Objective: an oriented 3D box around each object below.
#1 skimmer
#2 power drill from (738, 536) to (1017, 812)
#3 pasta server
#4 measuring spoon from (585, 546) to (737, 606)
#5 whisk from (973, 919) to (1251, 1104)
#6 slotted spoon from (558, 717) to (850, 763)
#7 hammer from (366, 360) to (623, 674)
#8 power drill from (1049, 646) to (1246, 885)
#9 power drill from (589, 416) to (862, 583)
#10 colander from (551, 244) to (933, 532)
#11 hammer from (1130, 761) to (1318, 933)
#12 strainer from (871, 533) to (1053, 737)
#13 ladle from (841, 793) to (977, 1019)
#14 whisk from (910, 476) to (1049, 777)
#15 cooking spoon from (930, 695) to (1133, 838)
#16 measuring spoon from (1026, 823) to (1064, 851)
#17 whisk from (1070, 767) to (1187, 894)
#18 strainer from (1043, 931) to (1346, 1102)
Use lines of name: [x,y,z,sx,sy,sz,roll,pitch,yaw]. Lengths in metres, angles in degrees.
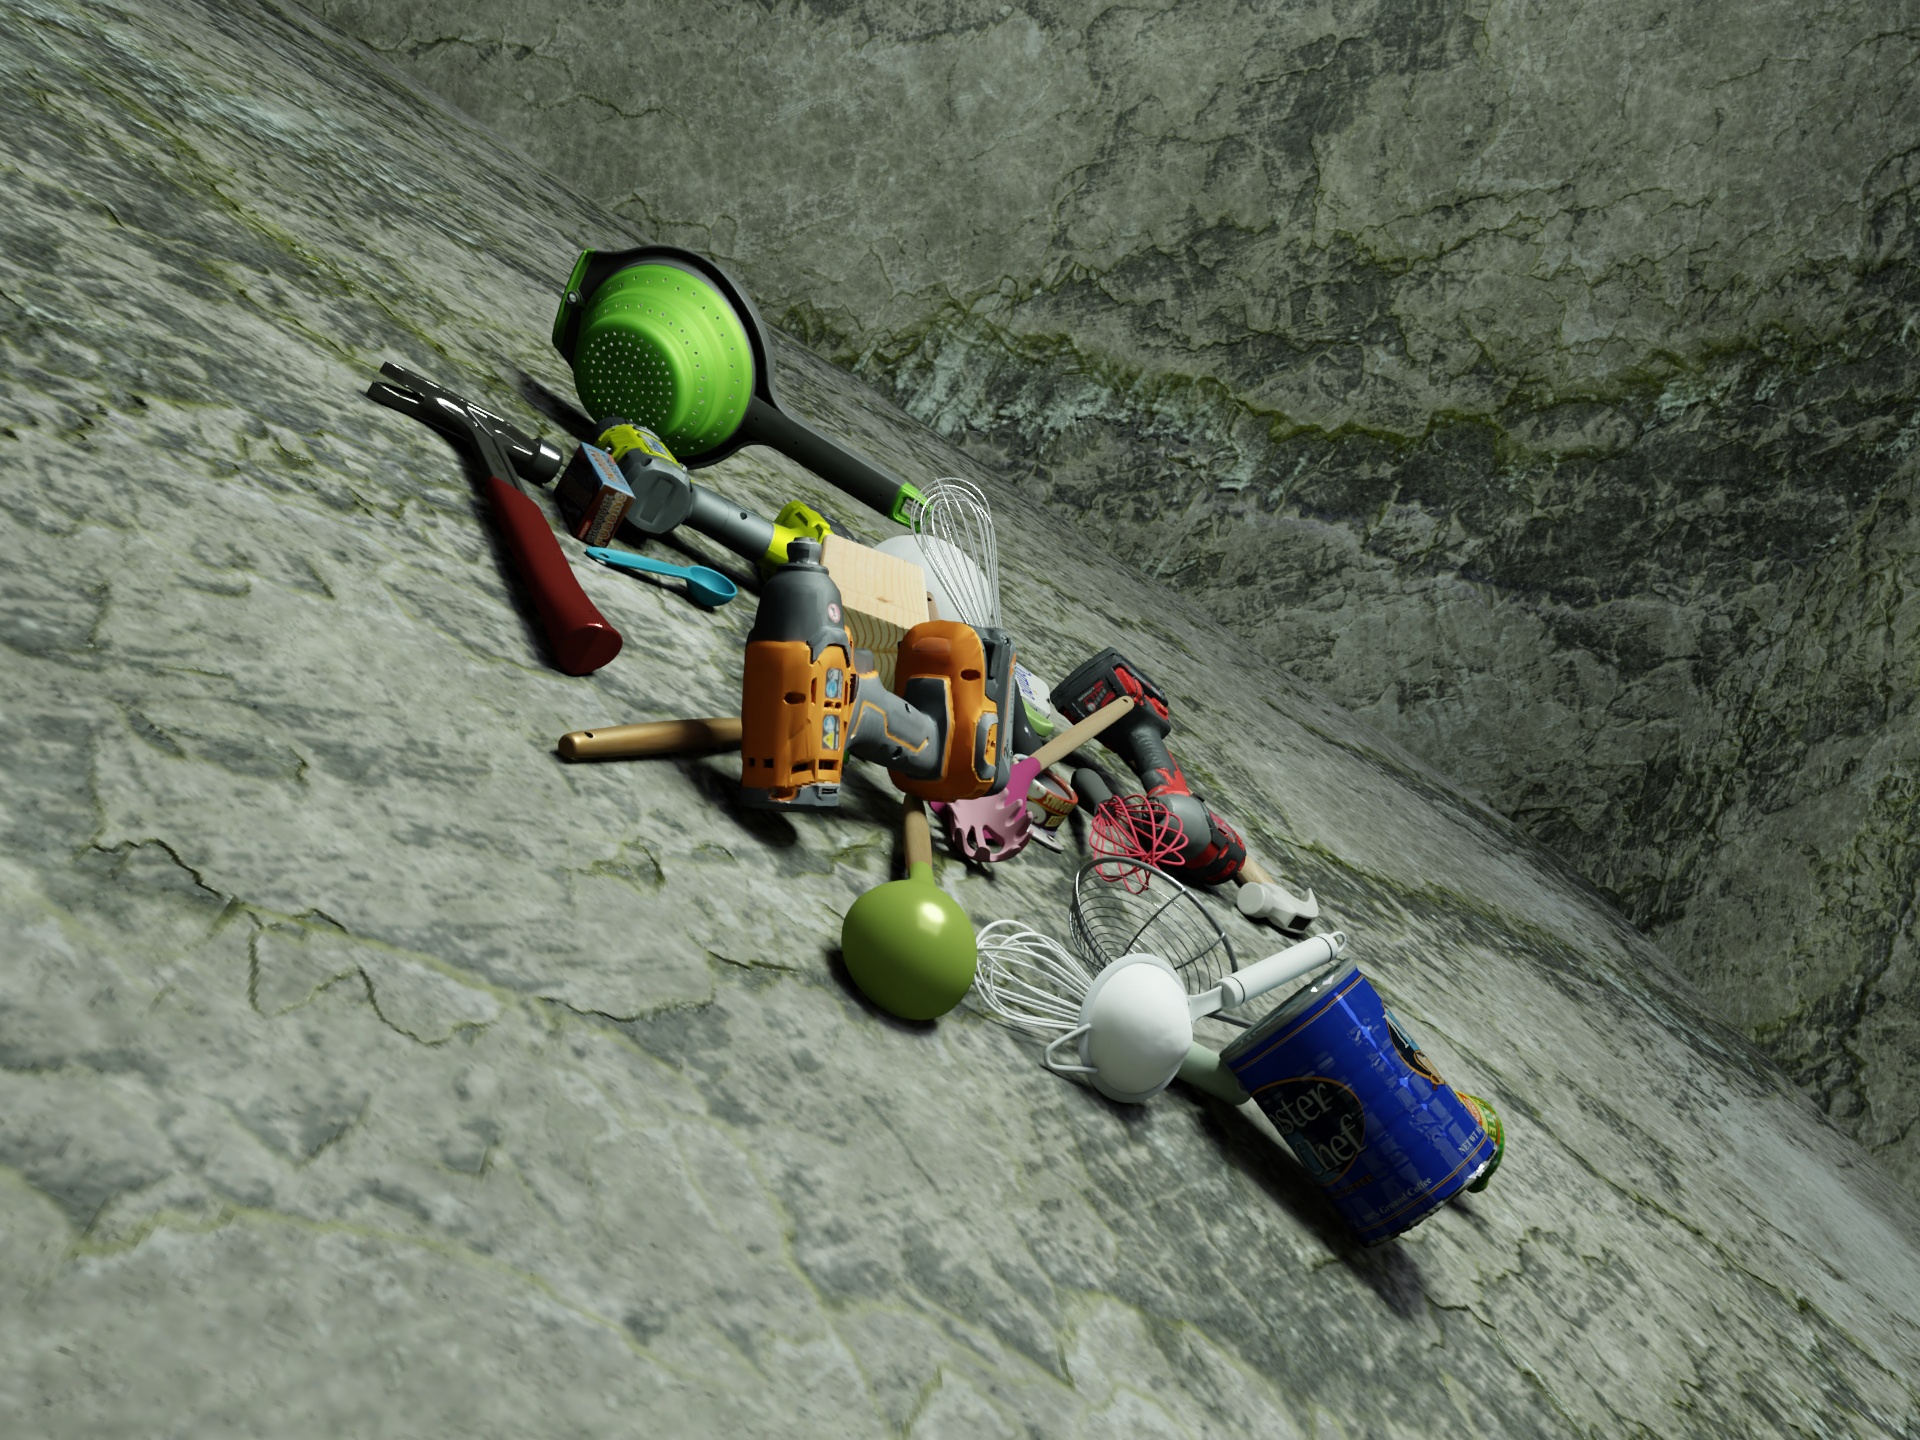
skimmer: [0.209,0.186,1.126,0.127,0.090,0.363,4,-16,45]
power drill: [-0.053,-0.024,1.016,0.084,0.164,0.226,2,-1,33]
pasta server: [-0.002,-0.004,1.210,0.060,0.040,0.317,2,41,-14]
measuring spoon: [-0.229,-0.108,1.209,0.128,0.021,0.042,12,27,-39]
whisk: [0.096,0.185,0.967,0.246,0.059,0.058,32,51,-31]
slotted spoon: [-0.149,0.008,0.993,0.070,0.031,0.313,41,16,17]
hammer: [-0.305,-0.139,1.078,0.149,0.036,0.359,25,18,-38]
power drill: [0.172,0.044,1.457,0.143,0.078,0.220,33,23,-48]
power drill: [-0.210,-0.181,1.356,0.228,0.080,0.191,25,13,-31]
colander: [-0.208,-0.271,1.419,0.397,0.204,0.094,32,31,2]
hammer: [0.244,0.101,1.595,0.130,0.031,0.332,23,19,-40]
strainer: [0.008,-0.090,1.419,0.257,0.069,0.151,46,22,26]
ladle: [-0.032,0.096,0.976,0.078,0.062,0.320,31,8,-8]
whisk: [0.024,-0.069,1.340,0.070,0.070,0.284,-27,99,-74]
cooking spoon: [0.070,0.028,1.284,0.069,0.017,0.319,39,32,14]
measuring spoon: [0.035,0.066,1.248,0.124,0.018,0.034,33,14,-14]
whisk: [0.122,0.077,1.267,0.073,0.073,0.296,33,4,-10]
strainer: [0.158,0.166,0.963,0.258,0.087,0.050,-14,8,-40]
